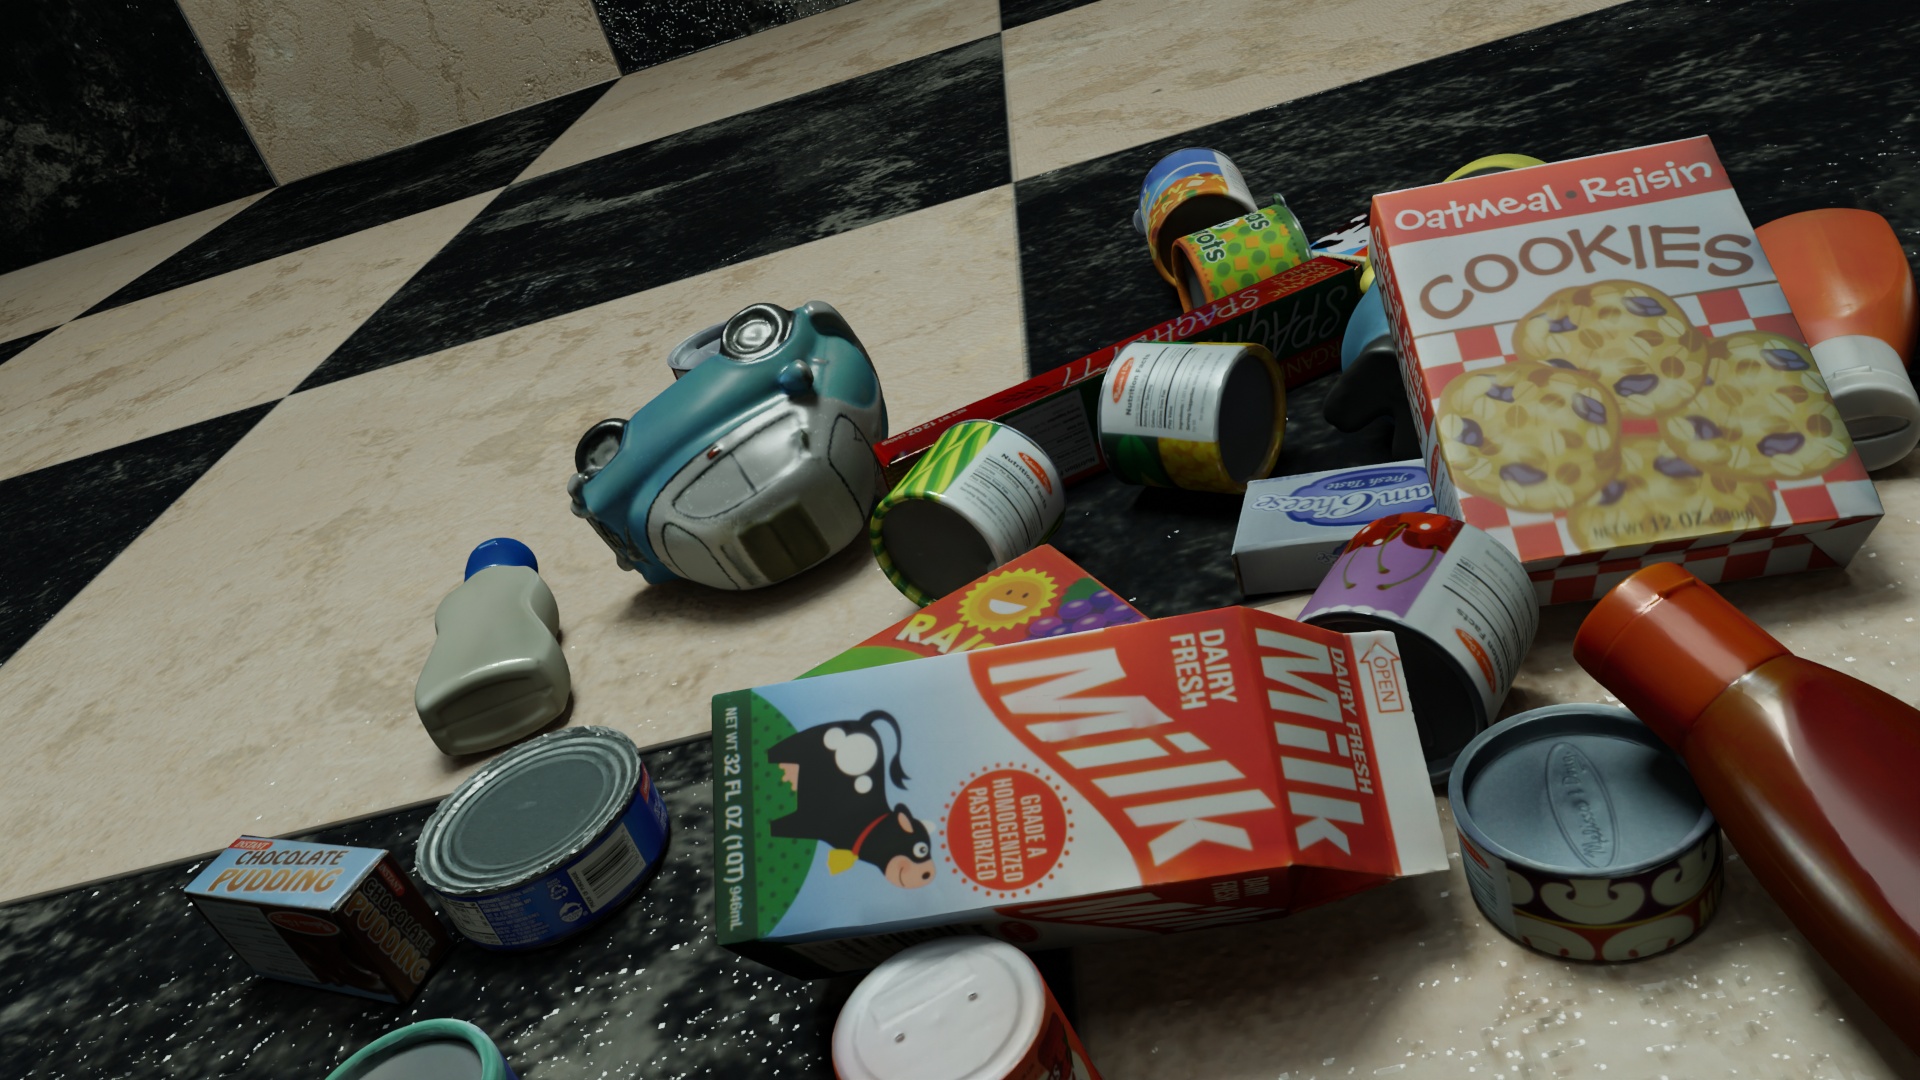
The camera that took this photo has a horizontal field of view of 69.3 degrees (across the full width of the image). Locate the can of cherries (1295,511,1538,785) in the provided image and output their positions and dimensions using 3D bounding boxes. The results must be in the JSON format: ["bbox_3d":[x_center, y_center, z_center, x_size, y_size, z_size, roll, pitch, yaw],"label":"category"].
[{"bbox_3d":[0.138,0.033,0.436,0.071,0.071,0.059,5,36,37],"label":"can of cherries"}]

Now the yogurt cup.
[{"bbox_3d":[0.002,0.137,0.348,0.072,0.053,0.073,-15,28,8],"label":"yogurt cup"}]

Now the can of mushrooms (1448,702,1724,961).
[{"bbox_3d":[0.170,0.077,0.373,0.071,0.033,0.071,-15,28,8],"label":"can of mushrooms"}]

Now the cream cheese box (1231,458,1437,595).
[{"bbox_3d":[0.160,-0.007,0.535,0.104,0.024,0.054,-7,31,22],"label":"cream cheese box"}]

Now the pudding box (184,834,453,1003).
[{"bbox_3d":[-0.229,0.135,0.496,0.083,0.049,0.030,-3,34,29],"label":"pudding box"}]

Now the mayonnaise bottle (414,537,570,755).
[{"bbox_3d":[-0.220,0.043,0.660,0.065,0.041,0.148,-21,27,-6],"label":"mayonnaise bottle"}]

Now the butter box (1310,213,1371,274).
[{"bbox_3d":[0.238,-0.150,0.737,0.053,0.024,0.103,-33,31,-23],"label":"butter box"}]

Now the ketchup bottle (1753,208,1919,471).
[{"bbox_3d":[0.336,-0.080,0.536,0.064,0.043,0.149,-10,29,29],"label":"ketchup bottle"}]

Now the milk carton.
[{"bbox_3d":[0.033,0.072,0.391,0.190,0.073,0.072,-9,63,8],"label":"milk carton"}]

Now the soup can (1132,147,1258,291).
[{"bbox_3d":[0.139,-0.187,0.819,0.071,0.071,0.084,-14,29,10],"label":"soup can"}]

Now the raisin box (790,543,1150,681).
[{"bbox_3d":[0.005,0.057,0.502,0.124,0.040,0.086,-28,29,-14],"label":"raisin box"}]

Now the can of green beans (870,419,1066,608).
[{"bbox_3d":[0.003,-0.008,0.589,0.071,0.071,0.058,1,35,33],"label":"can of green beans"}]

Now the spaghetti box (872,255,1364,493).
[{"bbox_3d":[0.081,-0.068,0.663,0.250,0.050,0.029,-24,30,-9],"label":"spaghetti box"}]

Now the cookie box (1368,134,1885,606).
[{"bbox_3d":[0.223,-0.061,0.492,0.123,0.040,0.168,-8,58,8],"label":"cookie box"}]

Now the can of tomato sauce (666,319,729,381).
[{"bbox_3d":[-0.111,-0.073,0.752,0.071,0.082,0.071,-15,29,8],"label":"can of tomato sauce"}]

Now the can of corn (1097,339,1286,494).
[{"bbox_3d":[0.104,-0.054,0.611,0.058,0.071,0.071,8,38,39],"label":"can of corn"}]

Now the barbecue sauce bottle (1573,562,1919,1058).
[{"bbox_3d":[0.208,0.064,0.317,0.065,0.043,0.149,-19,46,-18],"label":"barbecue sauce bottle"}]

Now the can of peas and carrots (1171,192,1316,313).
[{"bbox_3d":[0.147,-0.136,0.720,0.059,0.070,0.071,-20,28,1],"label":"can of peas and carrots"}]

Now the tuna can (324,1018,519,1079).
[{"bbox_3d":[-0.159,0.174,0.403,0.071,0.032,0.071,-14,29,8],"label":"tuna can"}]
